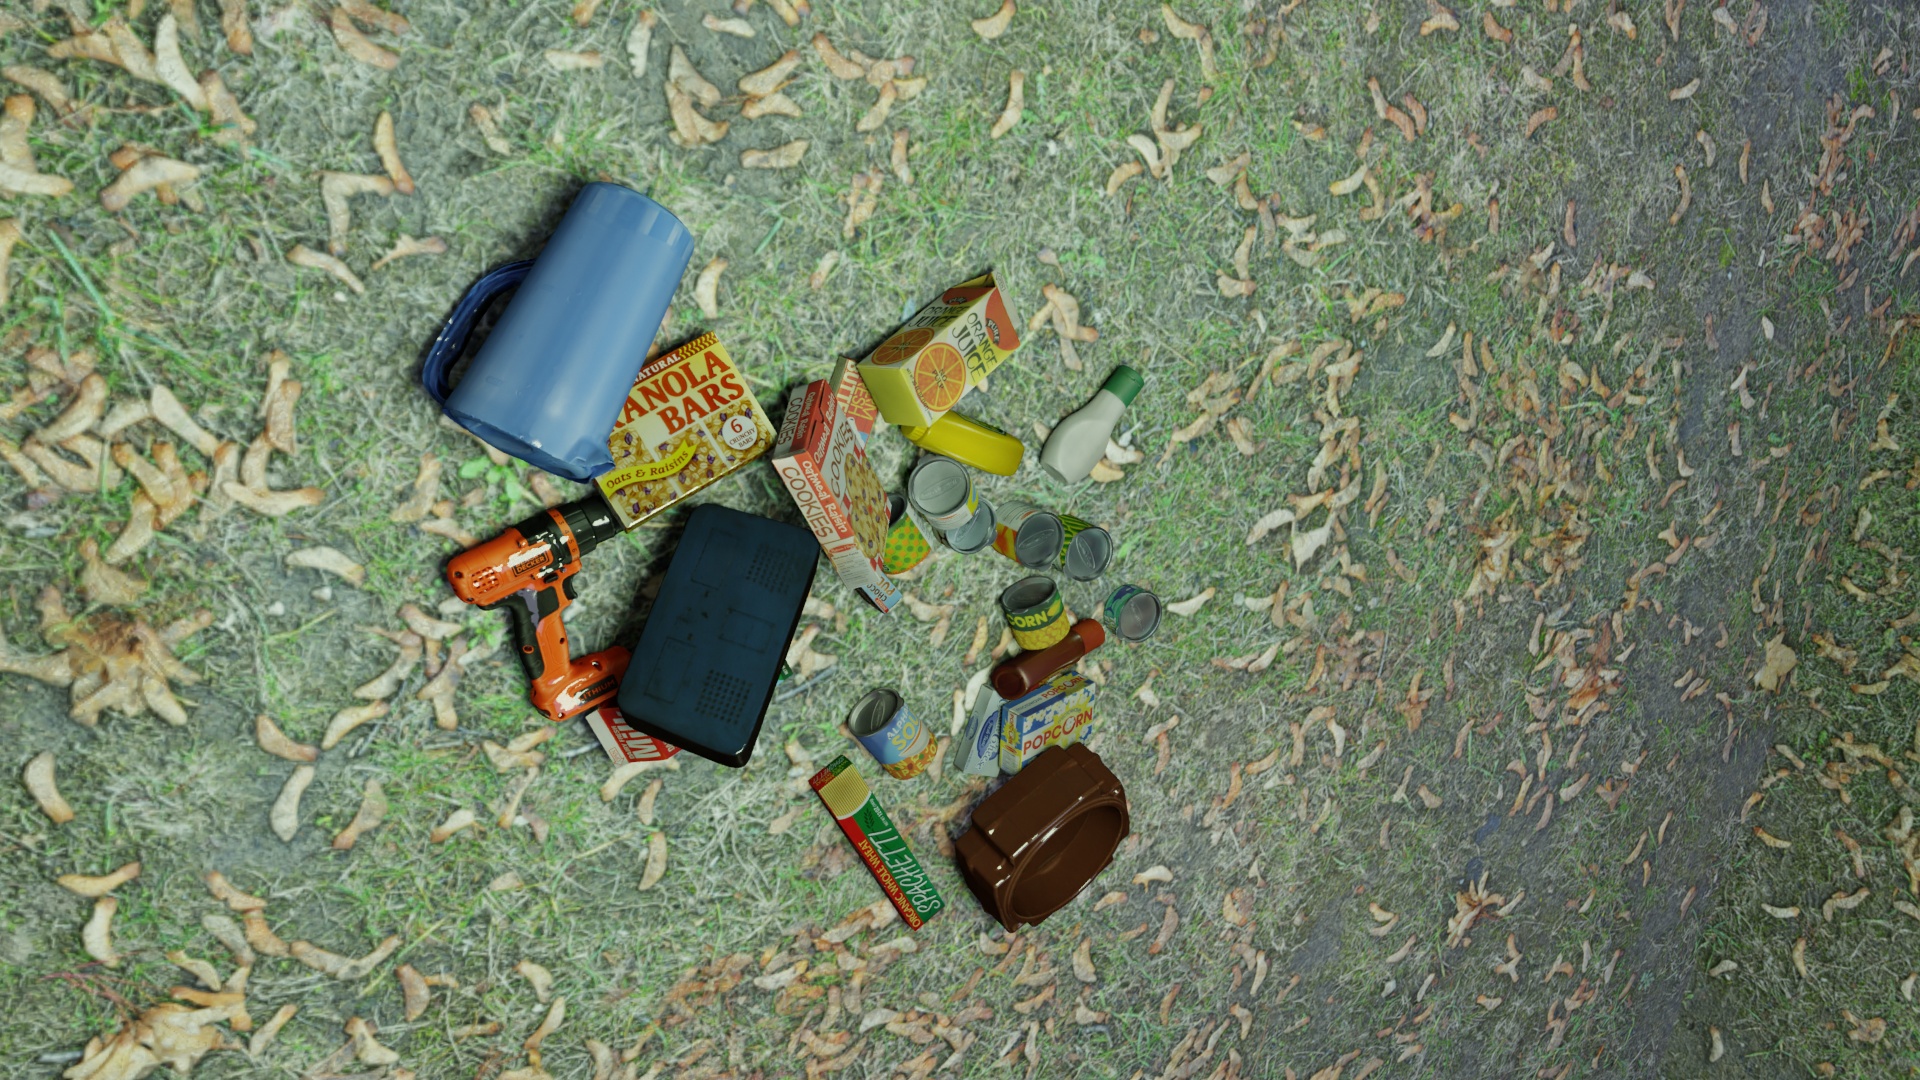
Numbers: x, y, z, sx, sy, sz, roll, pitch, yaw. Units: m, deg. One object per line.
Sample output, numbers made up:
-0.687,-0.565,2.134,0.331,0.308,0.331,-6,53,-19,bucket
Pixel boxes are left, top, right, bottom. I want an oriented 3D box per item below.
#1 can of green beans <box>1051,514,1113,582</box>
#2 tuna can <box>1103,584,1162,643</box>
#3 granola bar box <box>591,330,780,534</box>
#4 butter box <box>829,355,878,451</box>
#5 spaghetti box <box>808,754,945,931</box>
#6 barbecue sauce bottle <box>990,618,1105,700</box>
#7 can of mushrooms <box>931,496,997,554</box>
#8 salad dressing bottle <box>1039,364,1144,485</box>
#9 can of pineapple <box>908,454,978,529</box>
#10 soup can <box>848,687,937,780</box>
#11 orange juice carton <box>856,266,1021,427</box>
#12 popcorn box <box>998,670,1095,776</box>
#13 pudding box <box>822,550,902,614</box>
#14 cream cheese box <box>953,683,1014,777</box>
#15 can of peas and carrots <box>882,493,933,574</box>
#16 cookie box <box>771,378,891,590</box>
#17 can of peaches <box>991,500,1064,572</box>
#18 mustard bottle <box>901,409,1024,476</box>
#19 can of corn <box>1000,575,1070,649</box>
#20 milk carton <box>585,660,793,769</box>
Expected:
0.131,0.008,1.589,0.071,0.058,0.071,-10,111,-29,can of green beans
0.206,0.090,1.677,0.071,0.033,0.070,-10,110,-29,tuna can
-0.270,-0.101,1.286,0.166,0.039,0.124,-32,91,-20,granola bar box
-0.113,-0.132,1.413,0.053,0.024,0.103,16,96,-34,butter box
-0.091,0.346,1.574,0.050,0.029,0.249,-38,121,-16,spaghetti box
0.106,0.134,1.608,0.149,0.064,0.043,-27,88,-37,barbecue sauce bottle
0.005,-0.019,1.517,0.071,0.033,0.070,-10,109,-30,can of mushrooms
0.151,-0.132,1.568,0.148,0.044,0.064,-51,122,-10,salad dressing bottle
-0.018,-0.051,1.458,0.071,0.071,0.057,-54,165,-6,can of pineapple
-0.071,0.211,1.519,0.071,0.071,0.083,-45,124,-12,soup can
-0.008,-0.199,1.415,0.193,0.073,0.071,-44,123,-29,orange juice carton
0.102,0.215,1.627,0.127,0.038,0.084,-20,122,-40,popcorn box
-0.103,0.035,1.456,0.030,0.050,0.083,-45,124,-11,pudding box
0.034,0.221,1.616,0.053,0.024,0.103,16,97,-36,cream cheese box
-0.072,-0.005,1.454,0.071,0.071,0.058,-43,123,-14,can of peas and carrots
-0.120,-0.055,1.346,0.040,0.123,0.166,-15,126,16,cookie box
0.073,-0.005,1.549,0.071,0.058,0.071,-11,111,-30,can of peaches
-0.010,-0.112,1.462,0.160,0.065,0.048,19,98,-30,mustard bottle
0.085,0.084,1.577,0.071,0.071,0.058,-32,120,-20,can of corn
-0.271,0.147,1.372,0.191,0.073,0.072,-33,119,-19,milk carton
